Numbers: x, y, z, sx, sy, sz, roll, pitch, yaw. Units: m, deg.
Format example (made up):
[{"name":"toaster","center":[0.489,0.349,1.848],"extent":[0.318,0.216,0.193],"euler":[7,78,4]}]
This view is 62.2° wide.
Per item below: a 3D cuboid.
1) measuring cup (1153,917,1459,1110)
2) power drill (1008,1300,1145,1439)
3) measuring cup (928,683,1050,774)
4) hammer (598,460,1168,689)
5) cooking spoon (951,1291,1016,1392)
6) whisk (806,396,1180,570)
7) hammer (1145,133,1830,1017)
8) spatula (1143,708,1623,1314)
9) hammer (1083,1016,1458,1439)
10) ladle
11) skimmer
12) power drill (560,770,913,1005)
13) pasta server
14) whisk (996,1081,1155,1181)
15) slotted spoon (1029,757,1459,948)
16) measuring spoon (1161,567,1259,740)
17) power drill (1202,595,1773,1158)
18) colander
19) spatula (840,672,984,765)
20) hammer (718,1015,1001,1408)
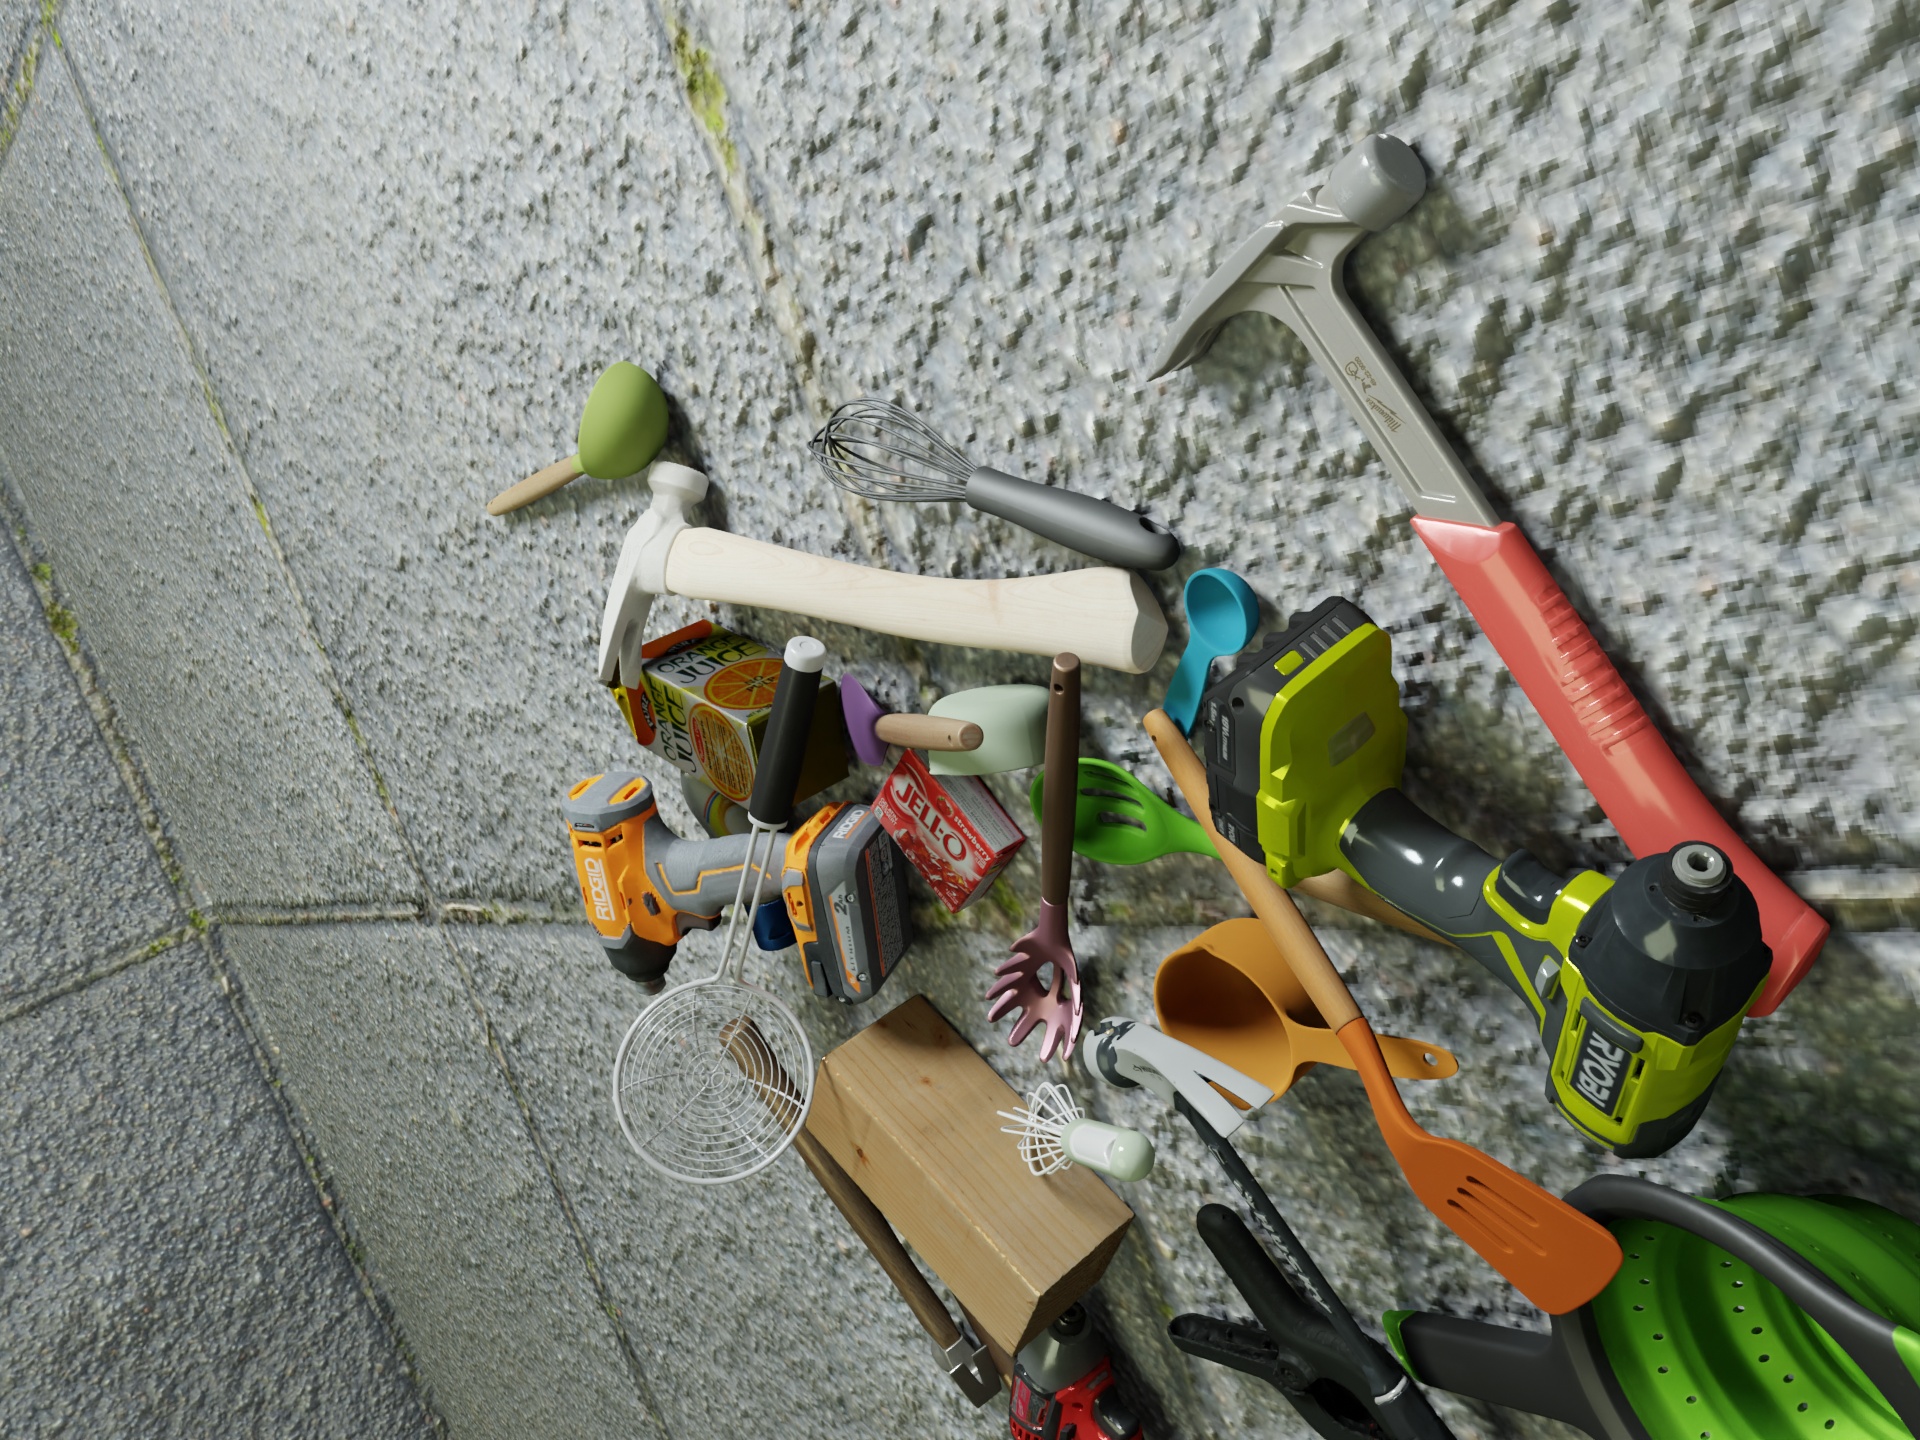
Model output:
[{"name":"measuring cup","center":[0.176,0.144,0.777],"extent":[0.174,0.052,0.095],"euler":[0,111,48]},{"name":"power drill","center":[0.120,0.478,1.028],"extent":[0.220,0.078,0.143],"euler":[35,134,36]},{"name":"measuring cup","center":[-0.001,-0.003,0.896],"extent":[0.168,0.083,0.038],"euler":[17,116,62]},{"name":"hammer","center":[-0.063,-0.063,0.902],"extent":[0.411,0.038,0.146],"euler":[13,86,41]},{"name":"cooking spoon","center":[0.000,0.418,1.176],"extent":[0.319,0.017,0.068],"euler":[58,145,7]},{"name":"whisk","center":[0.013,-0.119,0.819],"extent":[0.239,0.055,0.055],"euler":[25,129,33]},{"name":"hammer","center":[0.213,-0.043,0.631],"extent":[0.359,0.036,0.149],"euler":[58,143,7]},{"name":"spatula","center":[0.169,0.114,0.711],"extent":[0.081,0.041,0.323],"euler":[95,152,-52]},{"name":"hammer","center":[0.208,0.320,0.792],"extent":[0.409,0.036,0.149],"euler":[54,165,-5]},{"name":"ladle","center":[-0.289,-0.184,1.126],"extent":[0.062,0.078,0.320],"euler":[34,159,-28]},{"name":"skimmer","center":[-0.124,0.123,0.941],"extent":[0.090,0.127,0.363],"euler":[-100,22,-55]},{"name":"power drill","center":[-0.151,0.123,1.060],"extent":[0.226,0.084,0.164],"euler":[5,117,21]},{"name":"pasta server","center":[0.048,0.083,0.858],"extent":[0.060,0.040,0.316],"euler":[24,142,21]},{"name":"whisk","center":[0.066,0.236,0.898],"extent":[0.059,0.058,0.246],"euler":[18,167,-6]},{"name":"slotted spoon","center":[0.161,0.074,0.772],"extent":[0.314,0.031,0.070],"euler":[18,134,41]},{"name":"measuring spoon","center":[0.120,-0.026,0.773],"extent":[0.042,0.021,0.128],"euler":[50,151,27]},{"name":"power drill","center":[0.201,0.053,0.624],"extent":[0.223,0.080,0.171],"euler":[41,159,35]},{"name":"colander","center":[0.309,0.269,0.679],"extent":[0.204,0.094,0.397],"euler":[64,161,7]},{"name":"spatula","center":[-0.035,0.003,0.869],"extent":[0.316,0.018,0.060],"euler":[-173,67,-76]},{"name":"hammer","center":[-0.070,0.351,1.133],"extent":[0.331,0.031,0.130],"euler":[57,165,-7]}]
